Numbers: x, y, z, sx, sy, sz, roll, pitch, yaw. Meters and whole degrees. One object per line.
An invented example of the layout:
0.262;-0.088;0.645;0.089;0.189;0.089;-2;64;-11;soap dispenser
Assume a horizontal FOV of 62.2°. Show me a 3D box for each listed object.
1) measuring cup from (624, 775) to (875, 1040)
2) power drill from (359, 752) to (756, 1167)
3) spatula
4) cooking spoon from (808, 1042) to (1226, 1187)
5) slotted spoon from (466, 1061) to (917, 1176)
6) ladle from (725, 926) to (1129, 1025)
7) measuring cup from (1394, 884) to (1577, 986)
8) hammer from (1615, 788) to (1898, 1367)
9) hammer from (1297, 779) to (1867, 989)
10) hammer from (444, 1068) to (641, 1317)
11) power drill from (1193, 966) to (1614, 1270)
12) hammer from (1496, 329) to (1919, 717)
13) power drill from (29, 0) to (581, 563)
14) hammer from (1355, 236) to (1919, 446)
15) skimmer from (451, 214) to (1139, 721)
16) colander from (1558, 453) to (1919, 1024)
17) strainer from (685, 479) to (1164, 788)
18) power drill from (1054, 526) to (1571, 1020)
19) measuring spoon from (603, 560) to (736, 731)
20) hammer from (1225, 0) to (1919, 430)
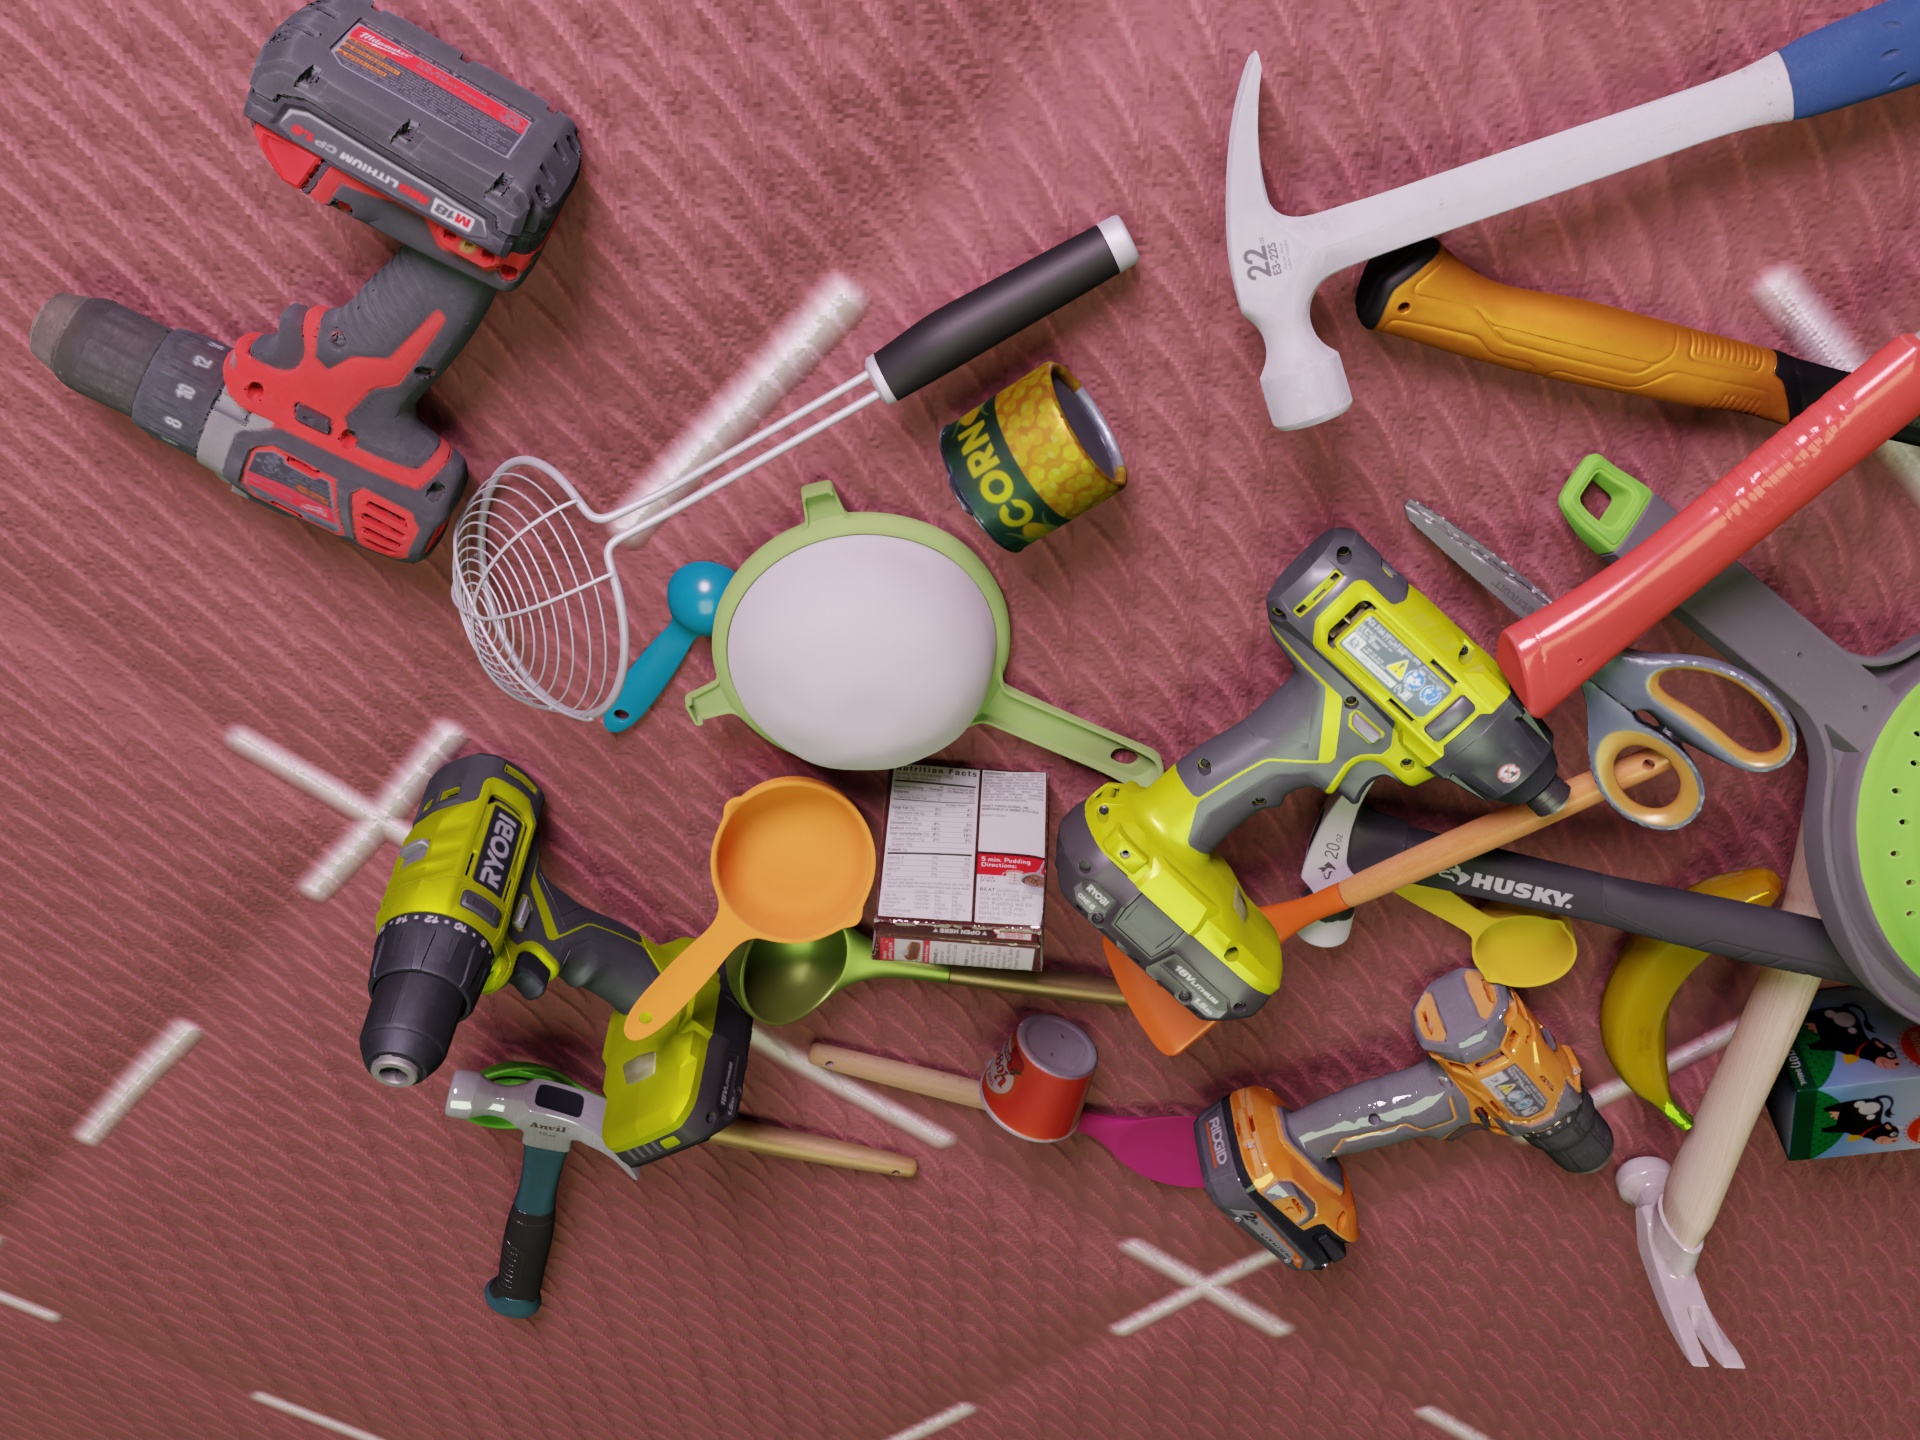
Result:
-0.120;0.104;0.869;0.095;0.052;0.173;43;91;-7;measuring cup
-0.221;0.150;0.872;0.080;0.191;0.228;-26;128;25;power drill
0.219;0.085;0.831;0.322;0.041;0.081;-31;83;33;spatula
0.053;0.258;1.055;0.318;0.017;0.068;16;121;-11;cooking spoon
-0.181;0.275;1.078;0.313;0.031;0.070;14;130;-11;slotted spoon
0.020;0.157;0.950;0.320;0.062;0.078;8;100;-8;ladle
0.282;0.099;0.911;0.156;0.029;0.062;31;127;-7;measuring cup
0.462;0.197;0.915;0.038;0.146;0.410;1;125;1;hammer
0.352;0.093;0.833;0.335;0.035;0.146;13;127;13;hammer
-0.300;0.342;1.112;0.128;0.033;0.330;13;137;-10;hammer
0.287;0.264;1.009;0.226;0.084;0.185;-34;121;21;power drill
0.373;-0.123;0.645;0.149;0.037;0.359;26;122;-34;hammer
-0.278;-0.183;0.669;0.187;0.080;0.226;26;129;-17;power drill
0.332;-0.143;0.693;0.337;0.034;0.127;12;129;-7;hammer
-0.082;-0.120;0.726;0.363;0.090;0.127;-28;84;10;skimmer
0.444;0.004;0.723;0.397;0.094;0.204;36;83;-8;colander
-0.001;-0.003;0.798;0.256;0.069;0.151;23;120;-20;strainer
0.170;0.039;0.787;0.171;0.080;0.223;42;112;-5;power drill
-0.153;-0.030;0.821;0.042;0.021;0.128;30;124;-20;measuring spoon
0.297;-0.240;0.597;0.405;0.035;0.144;-17;108;12;hammer
